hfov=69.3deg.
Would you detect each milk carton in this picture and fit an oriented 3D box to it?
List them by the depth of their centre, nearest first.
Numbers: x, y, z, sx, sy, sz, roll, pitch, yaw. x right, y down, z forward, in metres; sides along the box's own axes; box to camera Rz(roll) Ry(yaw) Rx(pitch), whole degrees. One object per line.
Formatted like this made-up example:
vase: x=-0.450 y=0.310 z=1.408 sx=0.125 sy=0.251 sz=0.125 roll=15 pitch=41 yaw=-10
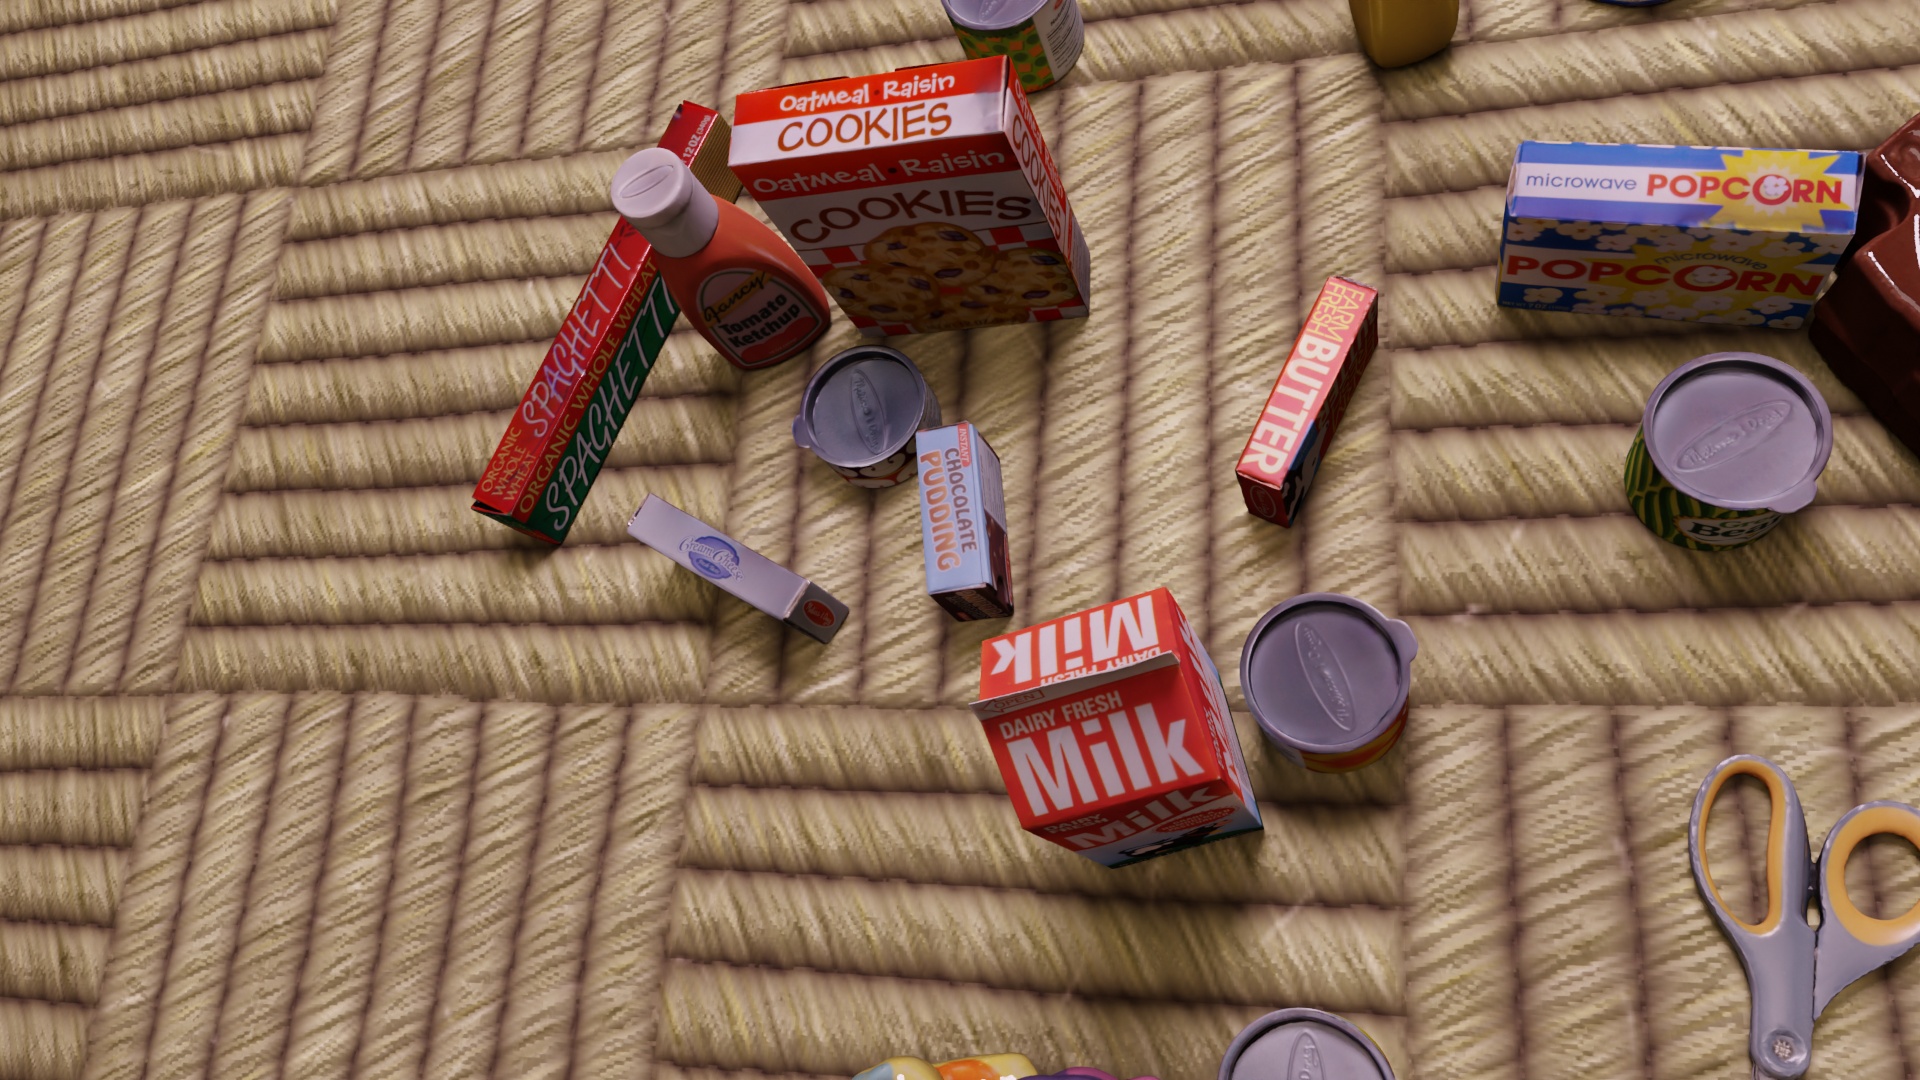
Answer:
milk carton: x=0.063 y=0.073 z=0.529 sx=0.072 sy=0.190 sz=0.073 roll=-17 pitch=68 yaw=11

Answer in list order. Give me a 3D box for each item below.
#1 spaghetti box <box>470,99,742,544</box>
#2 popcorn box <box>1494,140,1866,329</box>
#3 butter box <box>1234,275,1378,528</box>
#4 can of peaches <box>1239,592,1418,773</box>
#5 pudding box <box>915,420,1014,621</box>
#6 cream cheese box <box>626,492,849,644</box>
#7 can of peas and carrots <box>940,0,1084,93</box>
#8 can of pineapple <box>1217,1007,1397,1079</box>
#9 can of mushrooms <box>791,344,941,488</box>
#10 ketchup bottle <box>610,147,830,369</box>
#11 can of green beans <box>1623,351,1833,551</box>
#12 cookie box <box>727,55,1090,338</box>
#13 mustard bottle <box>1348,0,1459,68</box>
spaghetti box: x=-0.184 y=-0.118 z=0.751 sx=0.029 sy=0.050 sz=0.250 roll=20 pitch=78 yaw=22
popcorn box: x=0.296 y=-0.128 z=0.585 sx=0.127 sy=0.085 sz=0.038 roll=8 pitch=75 yaw=20
butter box: x=0.157 y=-0.062 z=0.623 sx=0.024 sy=0.053 sz=0.103 roll=23 pitch=80 yaw=23
can of peaches: x=0.155 y=0.060 z=0.578 sx=0.071 sy=0.058 sz=0.071 roll=-6 pitch=70 yaw=16
pudding box: x=0.002 y=-0.008 z=0.655 sx=0.030 sy=0.049 sz=0.084 roll=-11 pitch=69 yaw=14
cream cheese box: x=-0.109 y=0.015 z=0.679 sx=0.104 sy=0.053 sz=0.024 roll=27 pitch=82 yaw=24
can of peas and carrots: x=0.026 y=-0.282 z=0.738 sx=0.071 sy=0.058 sz=0.071 roll=-6 pitch=70 yaw=16
can of pineapple: x=0.136 y=0.214 z=0.530 sx=0.071 sy=0.057 sz=0.071 roll=-6 pitch=70 yaw=16
can of mushrooms: x=-0.047 y=-0.061 z=0.697 sx=0.071 sy=0.033 sz=0.071 roll=-5 pitch=70 yaw=16
ketchup bottle: x=-0.119 y=-0.137 z=0.683 sx=0.064 sy=0.148 sz=0.043 roll=-28 pitch=66 yaw=7
can of green beans: x=0.309 y=-0.034 z=0.563 sx=0.071 sy=0.057 sz=0.071 roll=-6 pitch=70 yaw=16
cookie box: x=-0.016 y=-0.153 z=0.646 sx=0.123 sy=0.167 sz=0.040 roll=-3 pitch=71 yaw=17
mustard bottle: x=0.199 y=-0.284 z=0.629 sx=0.049 sy=0.160 sz=0.065 roll=-16 pitch=68 yaw=12
